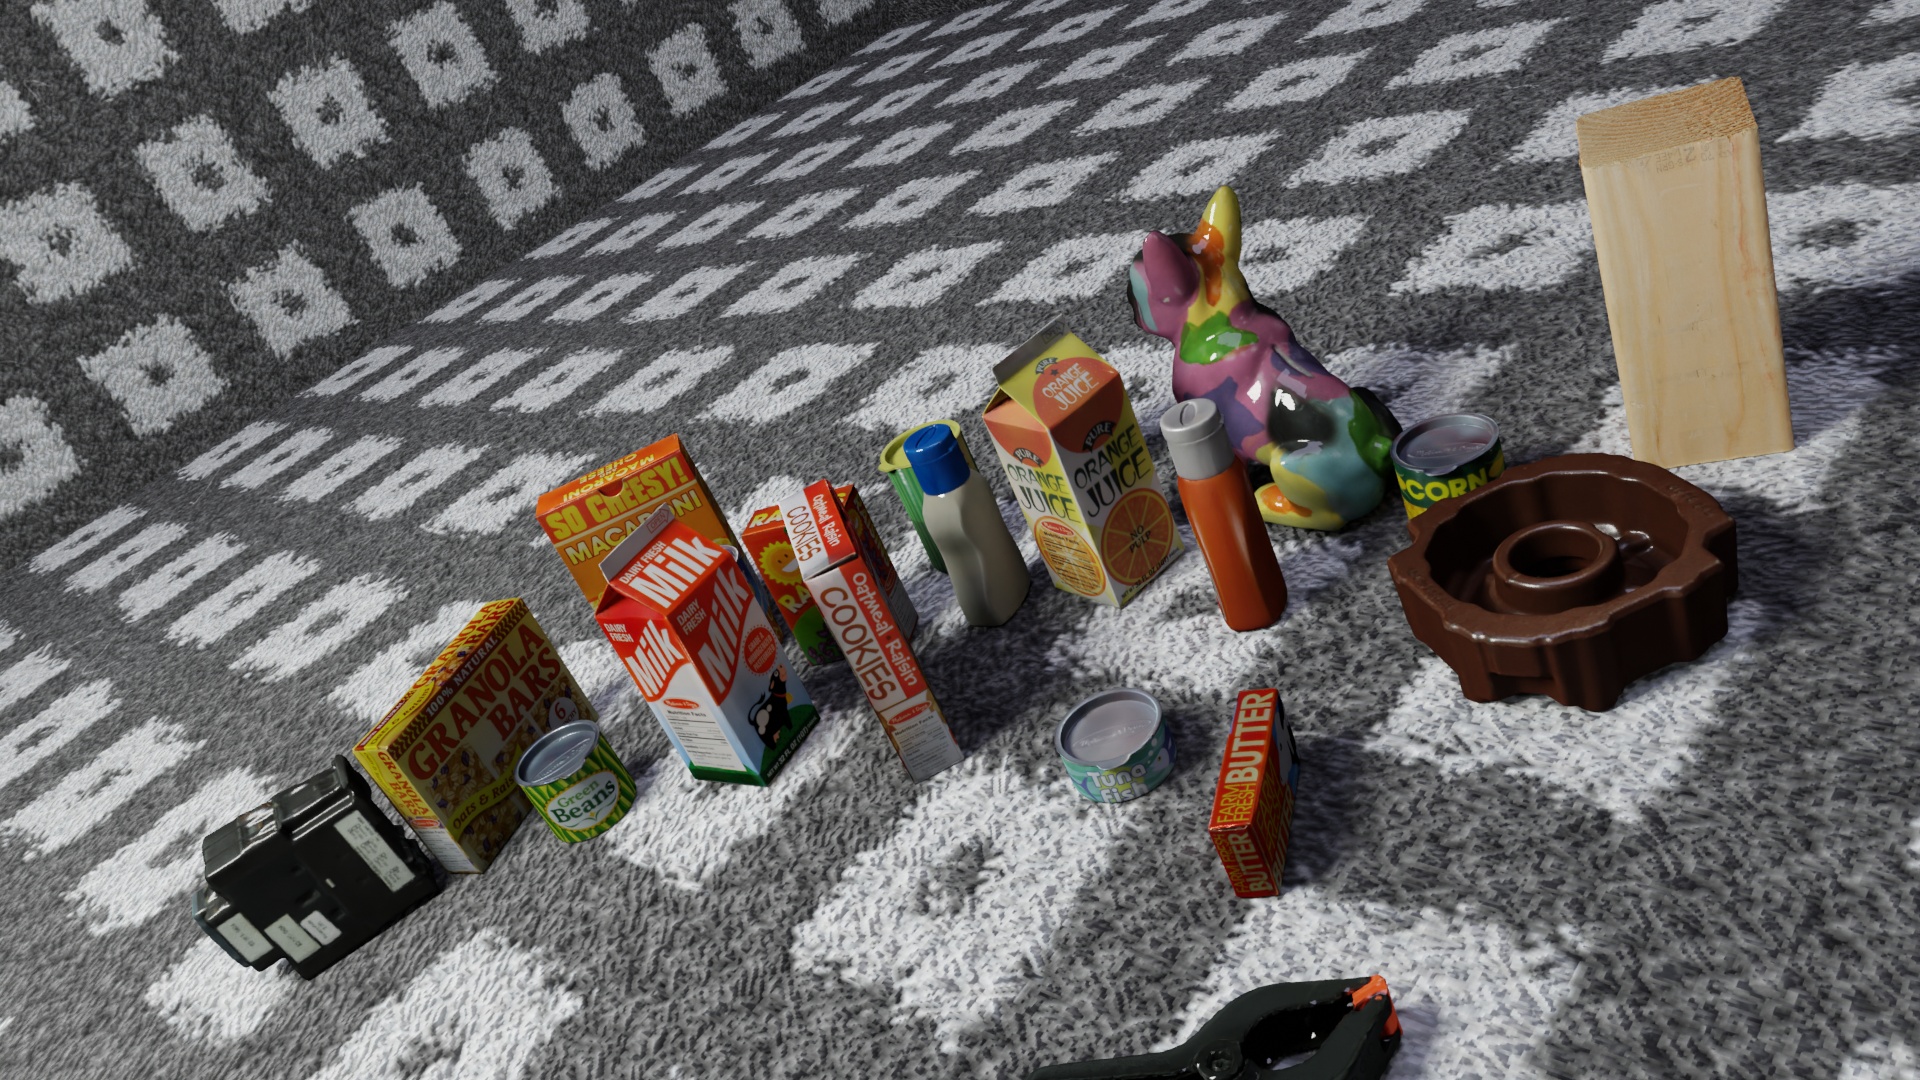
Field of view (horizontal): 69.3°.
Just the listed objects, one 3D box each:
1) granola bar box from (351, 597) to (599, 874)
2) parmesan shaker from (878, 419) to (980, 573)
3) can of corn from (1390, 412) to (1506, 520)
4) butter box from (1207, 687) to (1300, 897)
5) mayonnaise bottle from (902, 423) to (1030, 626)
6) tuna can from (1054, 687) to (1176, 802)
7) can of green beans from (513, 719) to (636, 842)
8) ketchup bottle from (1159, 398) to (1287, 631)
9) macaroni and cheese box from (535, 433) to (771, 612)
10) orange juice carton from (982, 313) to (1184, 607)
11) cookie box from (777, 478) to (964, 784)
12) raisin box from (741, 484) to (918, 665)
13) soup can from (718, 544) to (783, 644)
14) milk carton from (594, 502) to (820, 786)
[{"bbox_3d":[-0.351,0.141,1.023,0.039,0.123,0.166,-9,32,27],"label":"granola bar box"},{"bbox_3d":[-0.014,-0.032,1.081,0.071,0.102,0.071,-19,28,11],"label":"parmesan shaker"},{"bbox_3d":[0.314,-0.038,0.885,0.071,0.058,0.071,-19,28,11],"label":"can of corn"},{"bbox_3d":[0.155,0.130,0.725,0.024,0.053,0.104,-9,32,27],"label":"butter box"},{"bbox_3d":[0.004,-0.012,0.986,0.041,0.147,0.065,-5,34,33],"label":"mayonnaise bottle"},{"bbox_3d":[0.091,0.121,0.812,0.071,0.032,0.071,-19,29,11],"label":"tuna can"},{"bbox_3d":[-0.271,0.170,0.982,0.071,0.057,0.071,-19,28,11],"label":"can of green beans"},{"bbox_3d":[0.165,-0.018,0.869,0.043,0.148,0.065,-13,30,20],"label":"ketchup bottle"},{"bbox_3d":[-0.242,0.015,1.111,0.124,0.165,0.040,-26,28,-2],"label":"macaroni and cheese box"},{"bbox_3d":[0.079,-0.054,0.953,0.072,0.192,0.073,-39,31,-24],"label":"orange juice carton"},{"bbox_3d":[-0.058,0.056,0.897,0.040,0.166,0.123,-26,28,-3],"label":"cookie box"},{"bbox_3d":[-0.094,0.027,1.021,0.086,0.123,0.040,-13,30,20],"label":"raisin box"},{"bbox_3d":[-0.184,0.057,1.081,0.071,0.083,0.072,-19,28,11],"label":"soup can"},{"bbox_3d":[-0.177,0.071,0.938,0.073,0.189,0.073,-2,35,36],"label":"milk carton"}]
